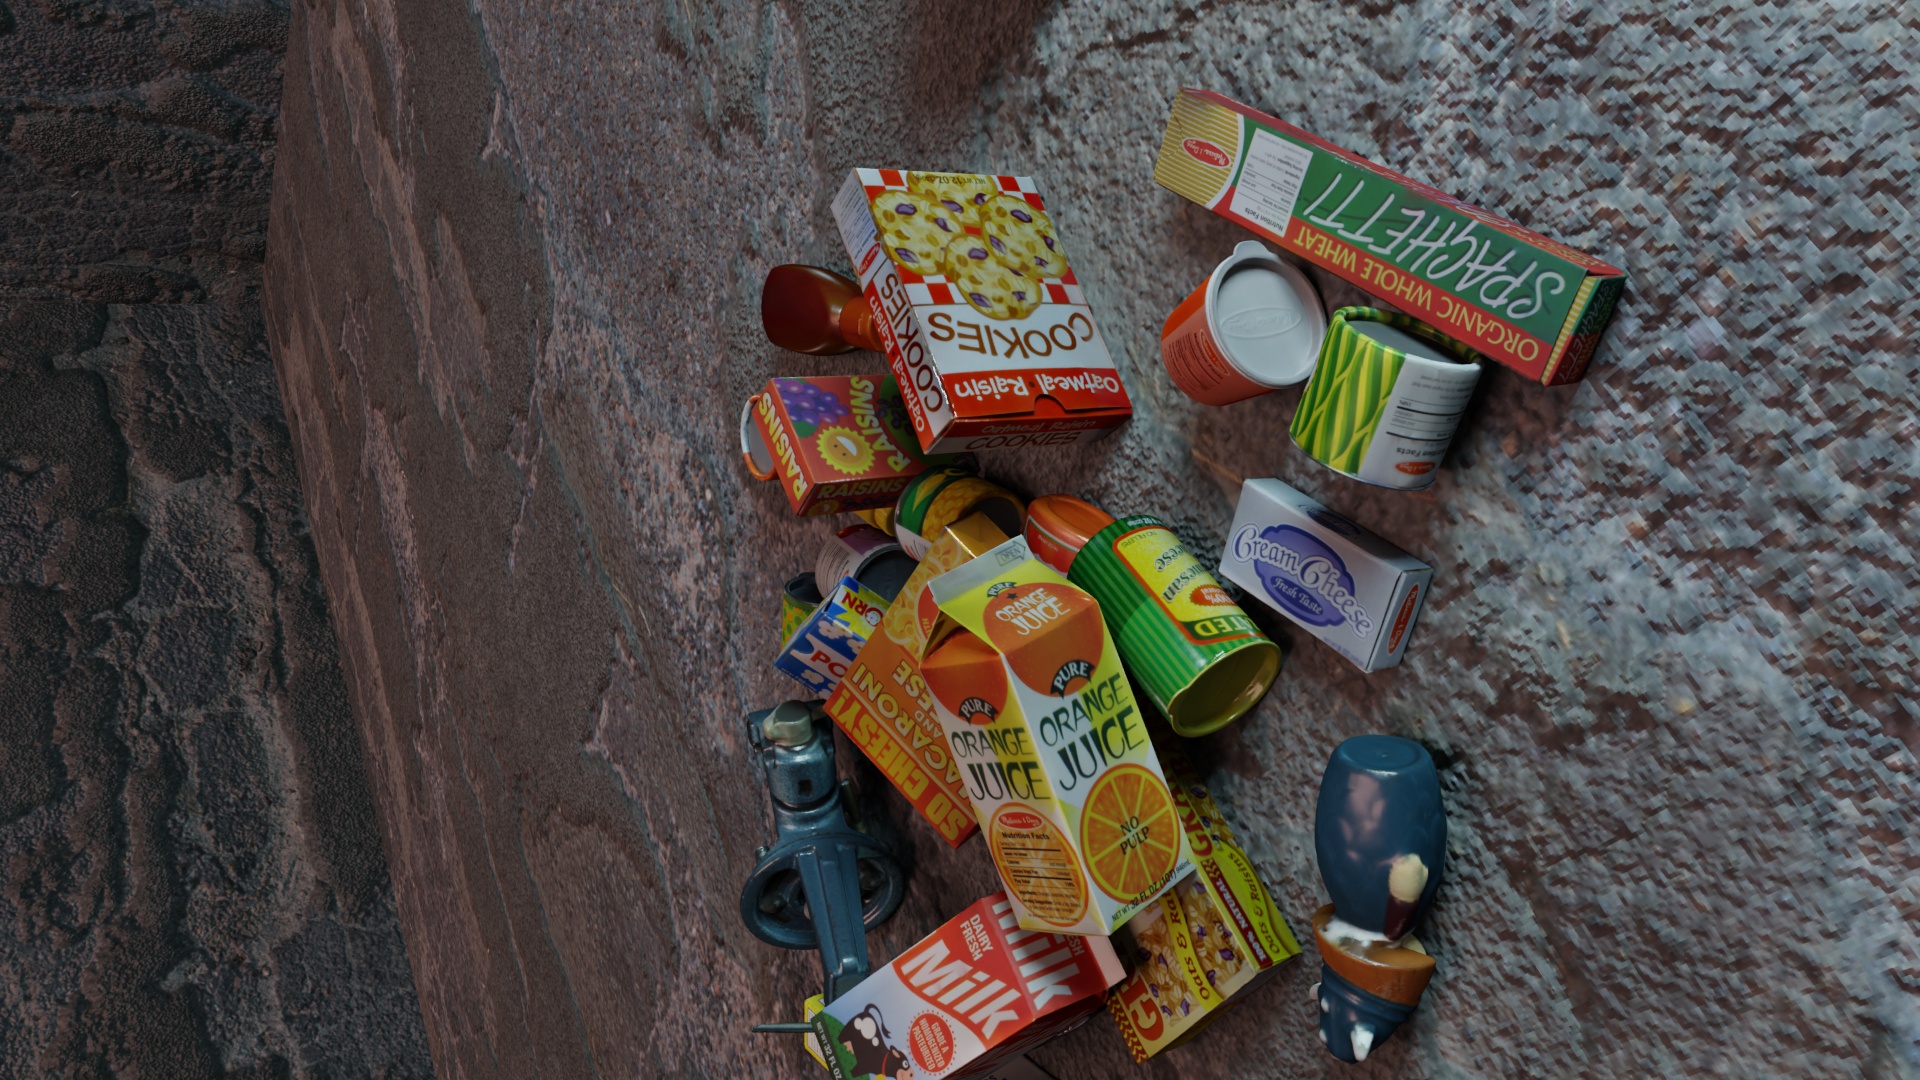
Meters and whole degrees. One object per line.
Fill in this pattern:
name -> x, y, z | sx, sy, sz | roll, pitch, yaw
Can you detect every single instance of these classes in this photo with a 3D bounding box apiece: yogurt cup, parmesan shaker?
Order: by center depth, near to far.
yogurt cup -> 0.133, -0.098, 0.668 | 0.053, 0.072, 0.072 | -28, 72, 62
parmesan shaker -> 0.106, 0.042, 0.720 | 0.103, 0.071, 0.071 | 53, 135, 37

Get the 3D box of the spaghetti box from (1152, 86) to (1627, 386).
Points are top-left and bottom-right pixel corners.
spaghetti box -> 0.179, -0.143, 0.624 | 0.251, 0.029, 0.050 | 44, 129, 43

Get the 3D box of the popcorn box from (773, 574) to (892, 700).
popcorn box -> -0.048, 0.087, 0.915 | 0.126, 0.038, 0.084 | 34, 140, -9

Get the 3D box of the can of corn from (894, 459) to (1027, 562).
can of corn -> 0.003, -0.011, 0.868 | 0.058, 0.071, 0.071 | 28, 118, 49

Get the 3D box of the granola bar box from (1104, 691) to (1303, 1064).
granola bar box -> 0.102, 0.187, 0.776 | 0.166, 0.039, 0.123 | 61, 139, 29

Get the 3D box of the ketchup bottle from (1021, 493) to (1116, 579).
ketchup bottle -> 0.054, 0.050, 0.822 | 0.065, 0.044, 0.148 | 37, 125, 39

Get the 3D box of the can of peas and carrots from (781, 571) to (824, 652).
can of peas and carrots -> -0.100, 0.062, 1.024 | 0.071, 0.071, 0.058 | 27, 118, 50

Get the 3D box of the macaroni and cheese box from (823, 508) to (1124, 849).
macaroni and cheese box -> 0.005, 0.084, 0.812 | 0.124, 0.040, 0.165 | 45, 126, 14

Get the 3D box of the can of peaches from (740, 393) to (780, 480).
can of peaches -> -0.125, -0.079, 1.046 | 0.071, 0.058, 0.071 | 12, 105, 54

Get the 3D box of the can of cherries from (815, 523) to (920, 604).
can of cherries -> -0.057, 0.027, 0.958 | 0.058, 0.071, 0.071 | 29, 119, 57

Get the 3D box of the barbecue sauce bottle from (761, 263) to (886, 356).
barbecue sauce bottle -> -0.091, -0.161, 0.997 | 0.148, 0.044, 0.064 | 22, 113, 51

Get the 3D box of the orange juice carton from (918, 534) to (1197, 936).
orange juice carton -> 0.042, 0.097, 0.709 | 0.073, 0.072, 0.192 | -16, 97, 52

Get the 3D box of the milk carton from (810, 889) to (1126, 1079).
milk carton -> 0.010, 0.259, 0.792 | 0.190, 0.073, 0.072 | -40, 60, 26

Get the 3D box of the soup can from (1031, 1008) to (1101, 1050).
soup can -> 0.038, 0.268, 0.862 | 0.071, 0.071, 0.084 | -53, 52, 45

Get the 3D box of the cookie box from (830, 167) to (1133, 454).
cookie box -> 0.012, -0.131, 0.783 | 0.040, 0.123, 0.168 | -46, 58, 49

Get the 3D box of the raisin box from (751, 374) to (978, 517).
raisin box -> -0.061, -0.064, 0.899 | 0.040, 0.124, 0.086 | -52, 54, 45

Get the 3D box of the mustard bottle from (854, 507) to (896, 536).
mustard bottle -> -0.062, -0.048, 0.960 | 0.161, 0.065, 0.048 | 46, 127, 33

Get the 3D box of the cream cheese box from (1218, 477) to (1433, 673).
cream cheese box -> 0.171, 0.014, 0.664 | 0.104, 0.024, 0.053 | 39, 125, 46

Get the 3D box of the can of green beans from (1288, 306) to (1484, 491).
can of green beans -> 0.183, -0.062, 0.598 | 0.071, 0.071, 0.057 | 44, 129, 43
